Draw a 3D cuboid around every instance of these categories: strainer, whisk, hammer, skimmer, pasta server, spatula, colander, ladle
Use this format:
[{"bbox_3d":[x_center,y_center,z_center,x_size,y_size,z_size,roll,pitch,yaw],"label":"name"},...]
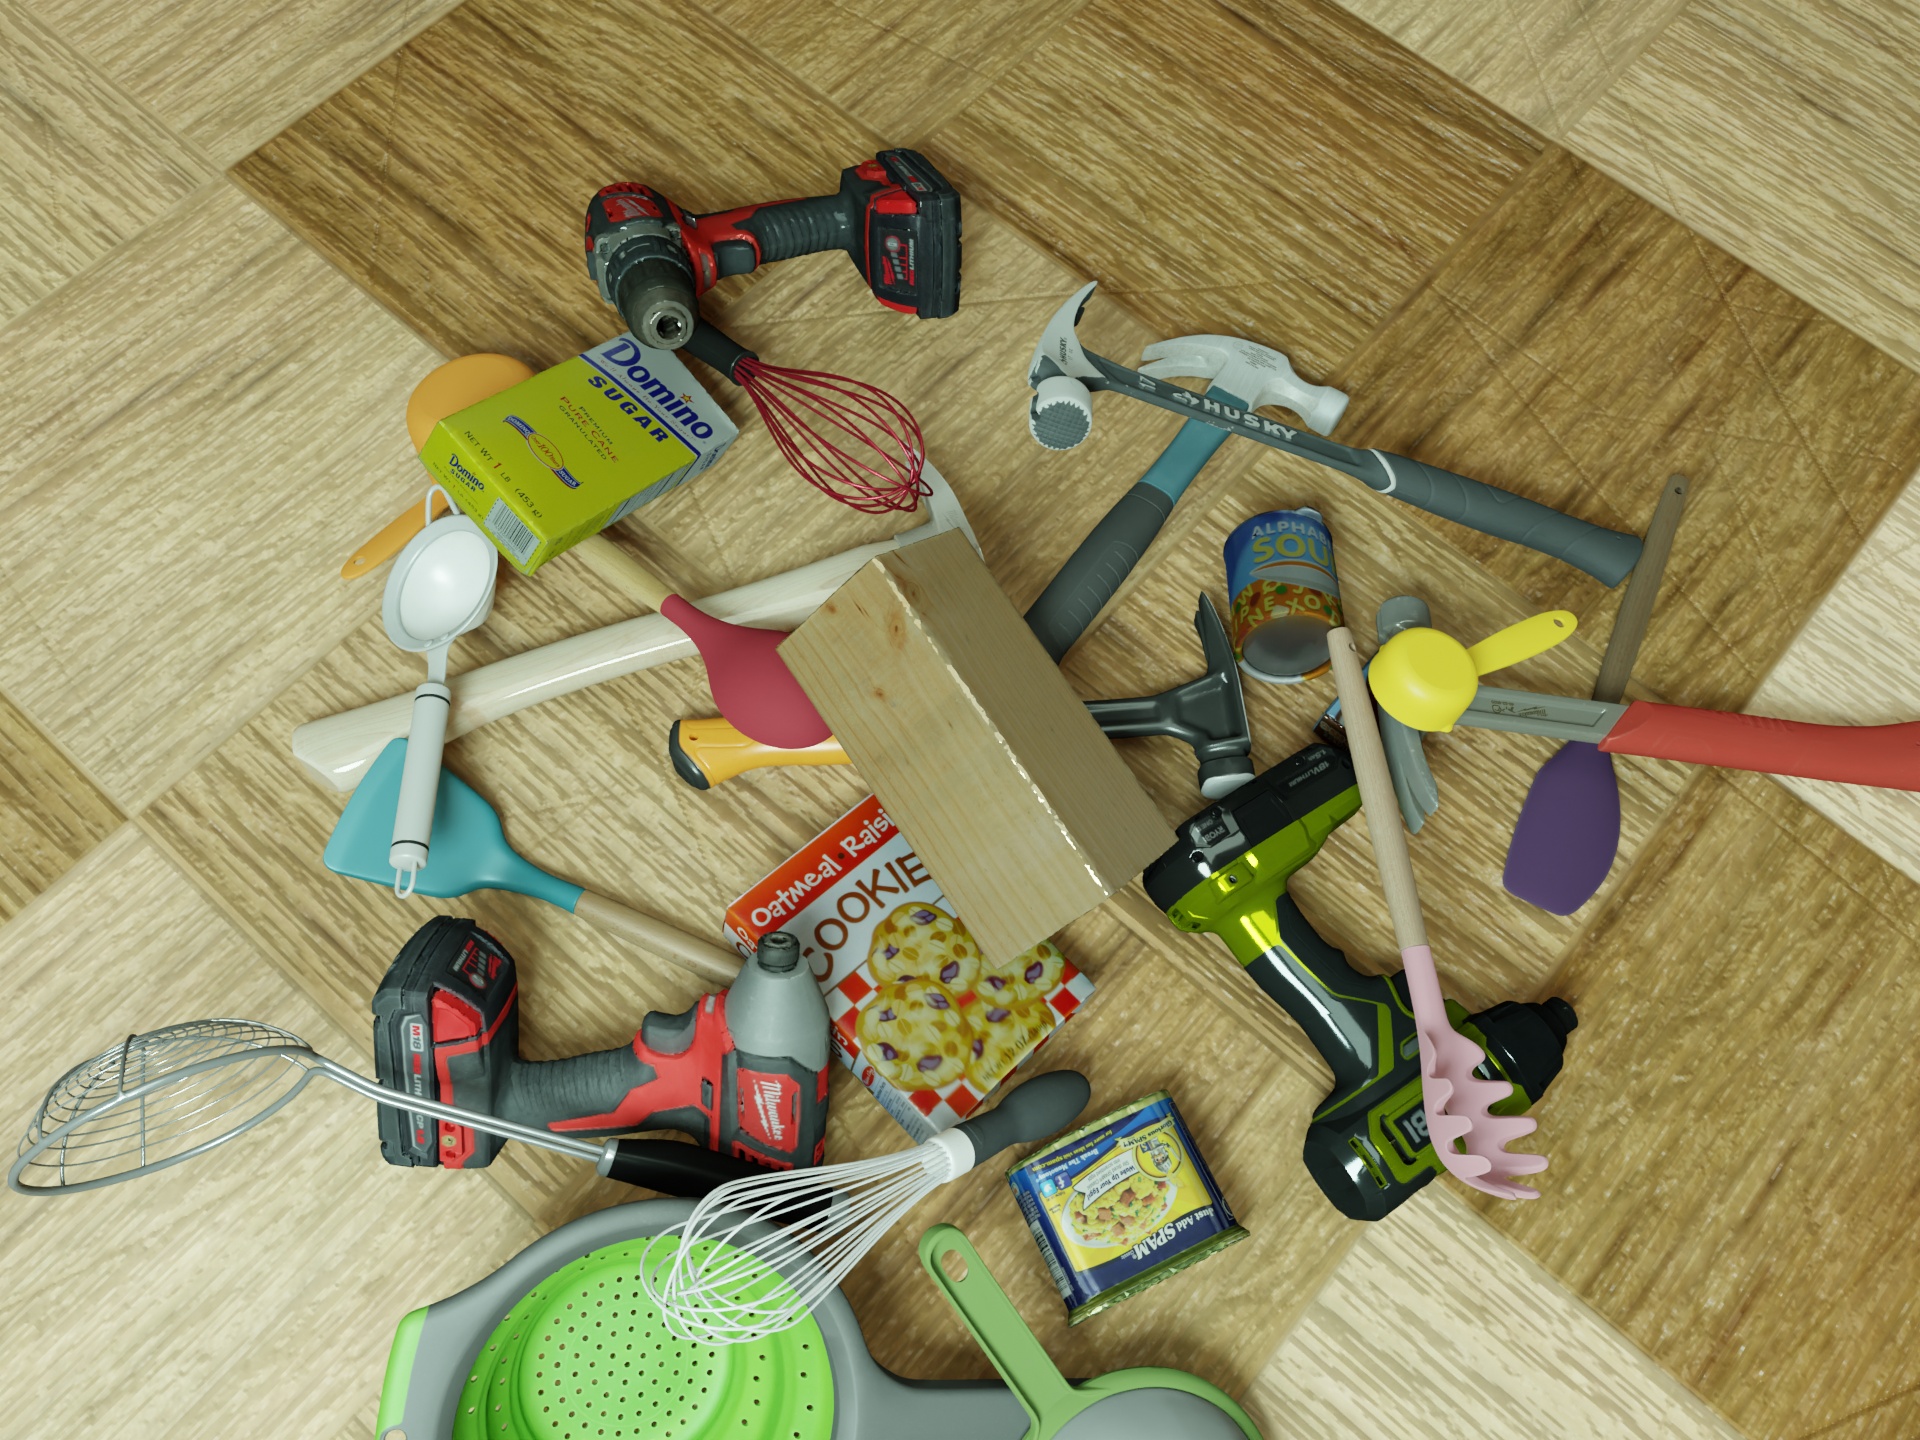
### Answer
[{"bbox_3d":[0.065,0.341,0.729,0.151,0.069,0.256,-36,96,-18],"label":"strainer"},{"bbox_3d":[-0.027,0.215,0.742,0.284,0.070,0.070,-12,62,-47],"label":"whisk"},{"bbox_3d":[0.234,-0.160,0.965,0.408,0.036,0.149,17,43,-12],"label":"hammer"},{"bbox_3d":[-0.230,0.215,0.737,0.363,0.127,0.090,18,55,-12],"label":"skimmer"},{"bbox_3d":[0.238,0.091,0.833,0.060,0.040,0.316,13,60,-39],"label":"pasta server"},{"bbox_3d":[0.402,-0.023,0.975,0.060,0.018,0.316,24,69,5],"label":"spatula"},{"bbox_3d":[0.418,0.015,0.922,0.359,0.036,0.149,7,55,-7],"label":"hammer"},{"bbox_3d":[-0.074,0.328,0.772,0.397,0.094,0.204,8,85,-19],"label":"colander"},{"bbox_3d":[-0.292,-0.018,0.885,0.087,0.050,0.259,-18,56,22],"label":"strainer"},{"bbox_3d":[-0.189,-0.053,0.945,0.410,0.038,0.146,-18,55,-7],"label":"hammer"},{"bbox_3d":[-0.190,0.110,0.878,0.317,0.044,0.082,23,71,6],"label":"spatula"},{"bbox_3d":[0.113,-0.128,0.973,0.128,0.033,0.331,32,59,12],"label":"hammer"},{"bbox_3d":[-0.001,-0.003,0.936,0.337,0.034,0.127,-5,62,-3],"label":"hammer"},{"bbox_3d":[-0.184,-0.079,0.927,0.316,0.031,0.069,35,62,29],"label":"ladle"},{"bbox_3d":[-0.122,-0.210,0.985,0.073,0.073,0.296,-42,59,-18],"label":"whisk"}]

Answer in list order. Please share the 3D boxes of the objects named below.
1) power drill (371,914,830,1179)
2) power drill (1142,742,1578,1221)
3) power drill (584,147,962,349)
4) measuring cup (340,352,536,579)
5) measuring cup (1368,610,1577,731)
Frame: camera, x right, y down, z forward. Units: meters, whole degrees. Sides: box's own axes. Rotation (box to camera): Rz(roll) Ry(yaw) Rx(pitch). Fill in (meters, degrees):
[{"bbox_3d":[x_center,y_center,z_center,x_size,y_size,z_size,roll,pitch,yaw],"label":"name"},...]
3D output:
[{"bbox_3d":[-0.175,0.166,0.806,0.219,0.079,0.143,5,111,-1],"label":"power drill"},{"bbox_3d":[0.219,0.133,0.872,0.171,0.080,0.223,-29,74,-19],"label":"power drill"},{"bbox_3d":[-0.115,-0.287,0.984,0.226,0.080,0.188,-9,37,-14],"label":"power drill"},{"bbox_3d":[-0.318,-0.157,0.961,0.095,0.052,0.174,23,57,24],"label":"measuring cup"},{"bbox_3d":[0.298,-0.041,0.895,0.156,0.029,0.062,-21,66,-25],"label":"measuring cup"}]
